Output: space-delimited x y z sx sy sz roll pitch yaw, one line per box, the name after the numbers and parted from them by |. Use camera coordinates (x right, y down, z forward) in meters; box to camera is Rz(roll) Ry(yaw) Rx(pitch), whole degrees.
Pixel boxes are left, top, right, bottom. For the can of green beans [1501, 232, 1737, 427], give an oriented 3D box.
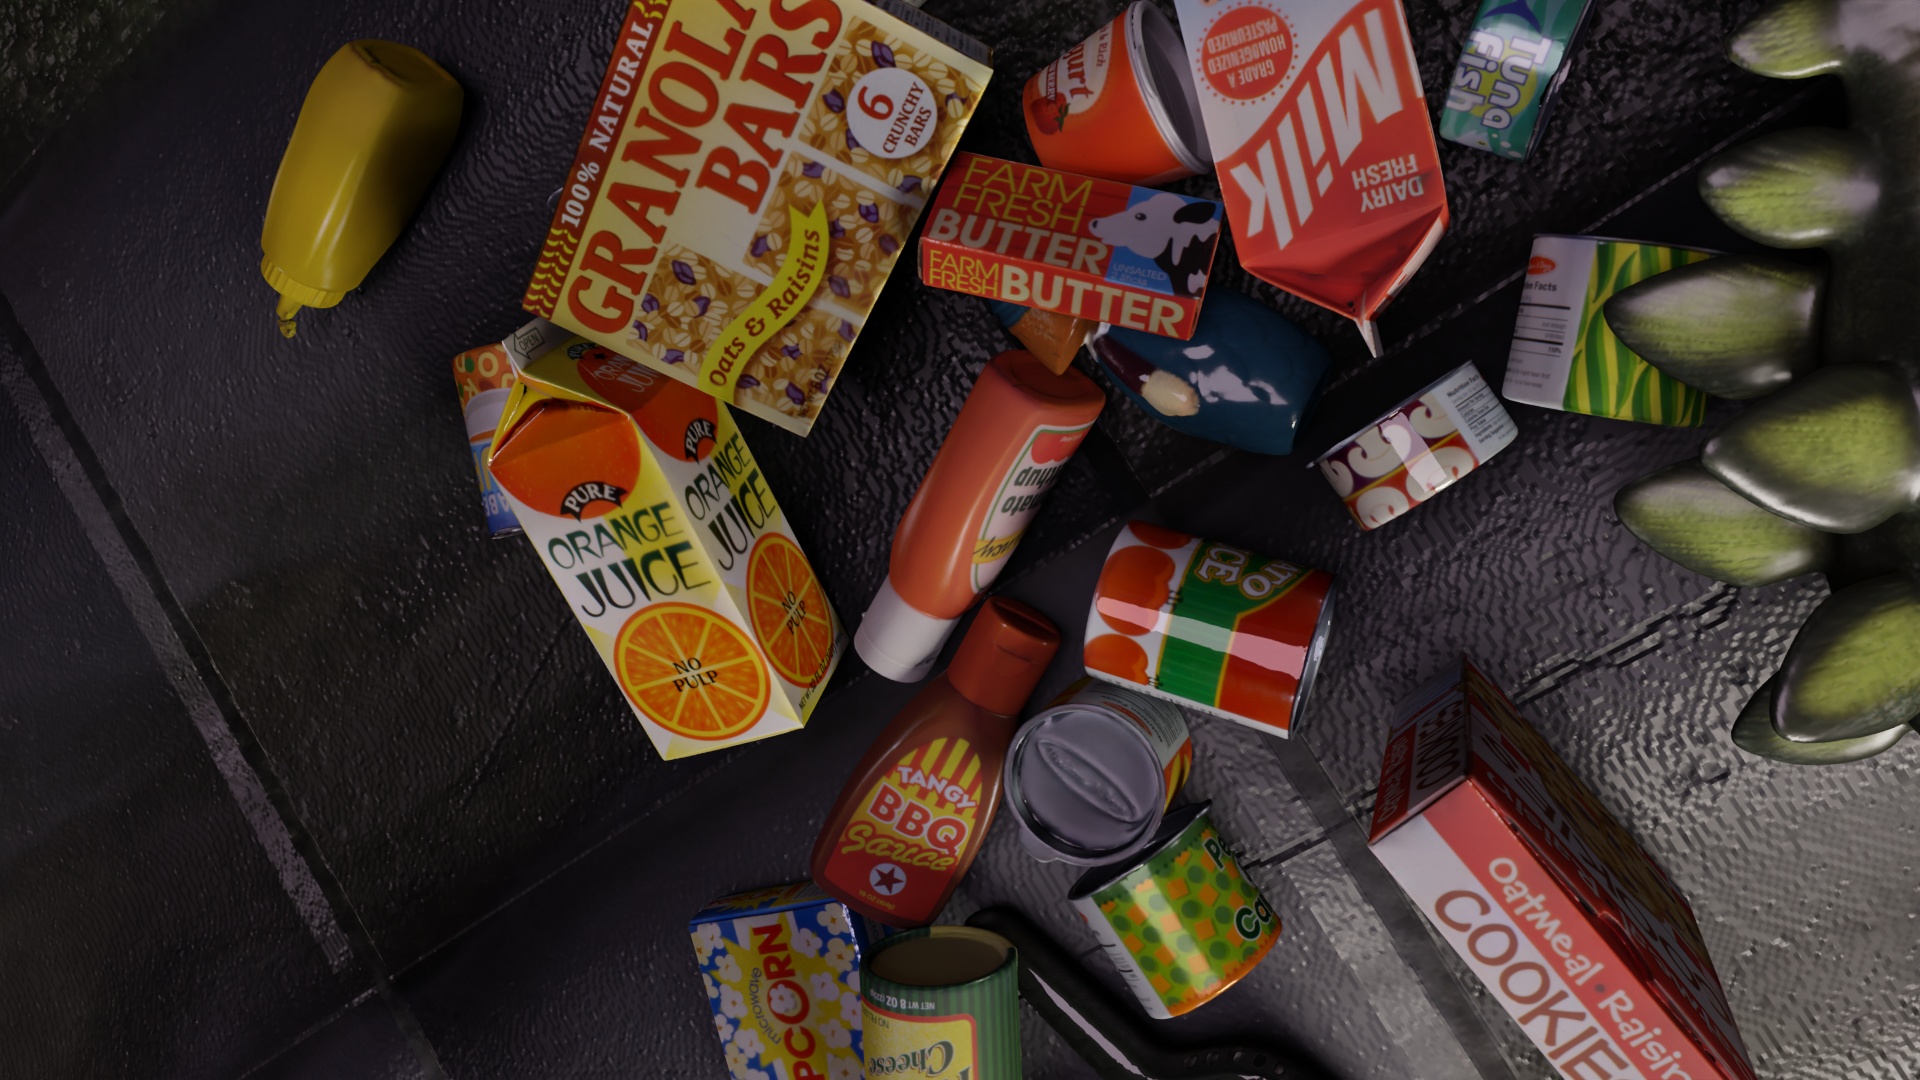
0.226 -0.073 0.478 0.071 0.071 0.057 11 102 19 | can of green beans

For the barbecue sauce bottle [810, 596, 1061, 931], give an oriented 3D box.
-0.007 0.094 0.598 0.065 0.044 0.148 27 106 -5 | barbecue sauce bottle

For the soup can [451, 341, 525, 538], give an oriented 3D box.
-0.192 -0.048 0.635 0.071 0.071 0.083 -11 93 22 | soup can

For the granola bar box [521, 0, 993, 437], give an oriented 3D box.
-0.079 -0.137 0.526 0.124 0.039 0.164 24 119 -13 | granola bar box

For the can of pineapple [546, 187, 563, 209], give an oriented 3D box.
-0.134 -0.131 0.604 0.071 0.071 0.058 -26 89 22 | can of pineapple

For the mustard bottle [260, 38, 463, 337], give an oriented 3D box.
-0.298 -0.161 0.665 0.049 0.065 0.159 42 113 6 | mustard bottle

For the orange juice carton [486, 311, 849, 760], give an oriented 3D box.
-0.126 -0.009 0.582 0.073 0.072 0.192 -17 112 21 | orange juice carton

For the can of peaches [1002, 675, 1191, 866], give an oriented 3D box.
0.056 0.093 0.568 0.071 0.058 0.071 3 99 20 | can of peaches

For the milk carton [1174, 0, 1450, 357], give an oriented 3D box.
0.127 -0.158 0.500 0.073 0.072 0.190 -14 93 21 | milk carton

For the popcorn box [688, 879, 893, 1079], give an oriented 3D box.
-0.066 0.223 0.642 0.085 0.038 0.126 -15 92 21 | popcorn box

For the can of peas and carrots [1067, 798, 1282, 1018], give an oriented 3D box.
0.088 0.147 0.559 0.070 0.071 0.059 -37 85 21 | can of peas and carrots

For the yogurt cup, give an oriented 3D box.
0.060 -0.162 0.530 0.054 0.072 0.072 -19 90 30 | yogurt cup

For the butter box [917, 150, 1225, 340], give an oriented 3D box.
0.041 -0.109 0.508 0.103 0.053 0.024 13 146 8 | butter box

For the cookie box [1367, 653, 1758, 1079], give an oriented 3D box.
0.195 0.111 0.459 0.040 0.168 0.123 -43 82 20 | cookie box

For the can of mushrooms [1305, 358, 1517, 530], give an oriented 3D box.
0.164 -0.033 0.507 0.071 0.071 0.033 -35 86 21 | can of mushrooms

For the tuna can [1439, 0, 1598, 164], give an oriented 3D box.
0.191 -0.165 0.476 0.033 0.071 0.071 23 105 18 | tuna can

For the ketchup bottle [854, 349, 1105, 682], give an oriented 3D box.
0.002 -0.007 0.575 0.043 0.065 0.148 41 118 21 | ketchup bottle

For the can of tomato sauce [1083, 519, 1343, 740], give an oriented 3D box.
0.098 0.032 0.540 0.083 0.071 0.071 16 103 19 | can of tomato sauce

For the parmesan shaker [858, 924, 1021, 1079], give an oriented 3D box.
-0.010 0.221 0.577 0.071 0.071 0.103 -1 96 21 | parmesan shaker
